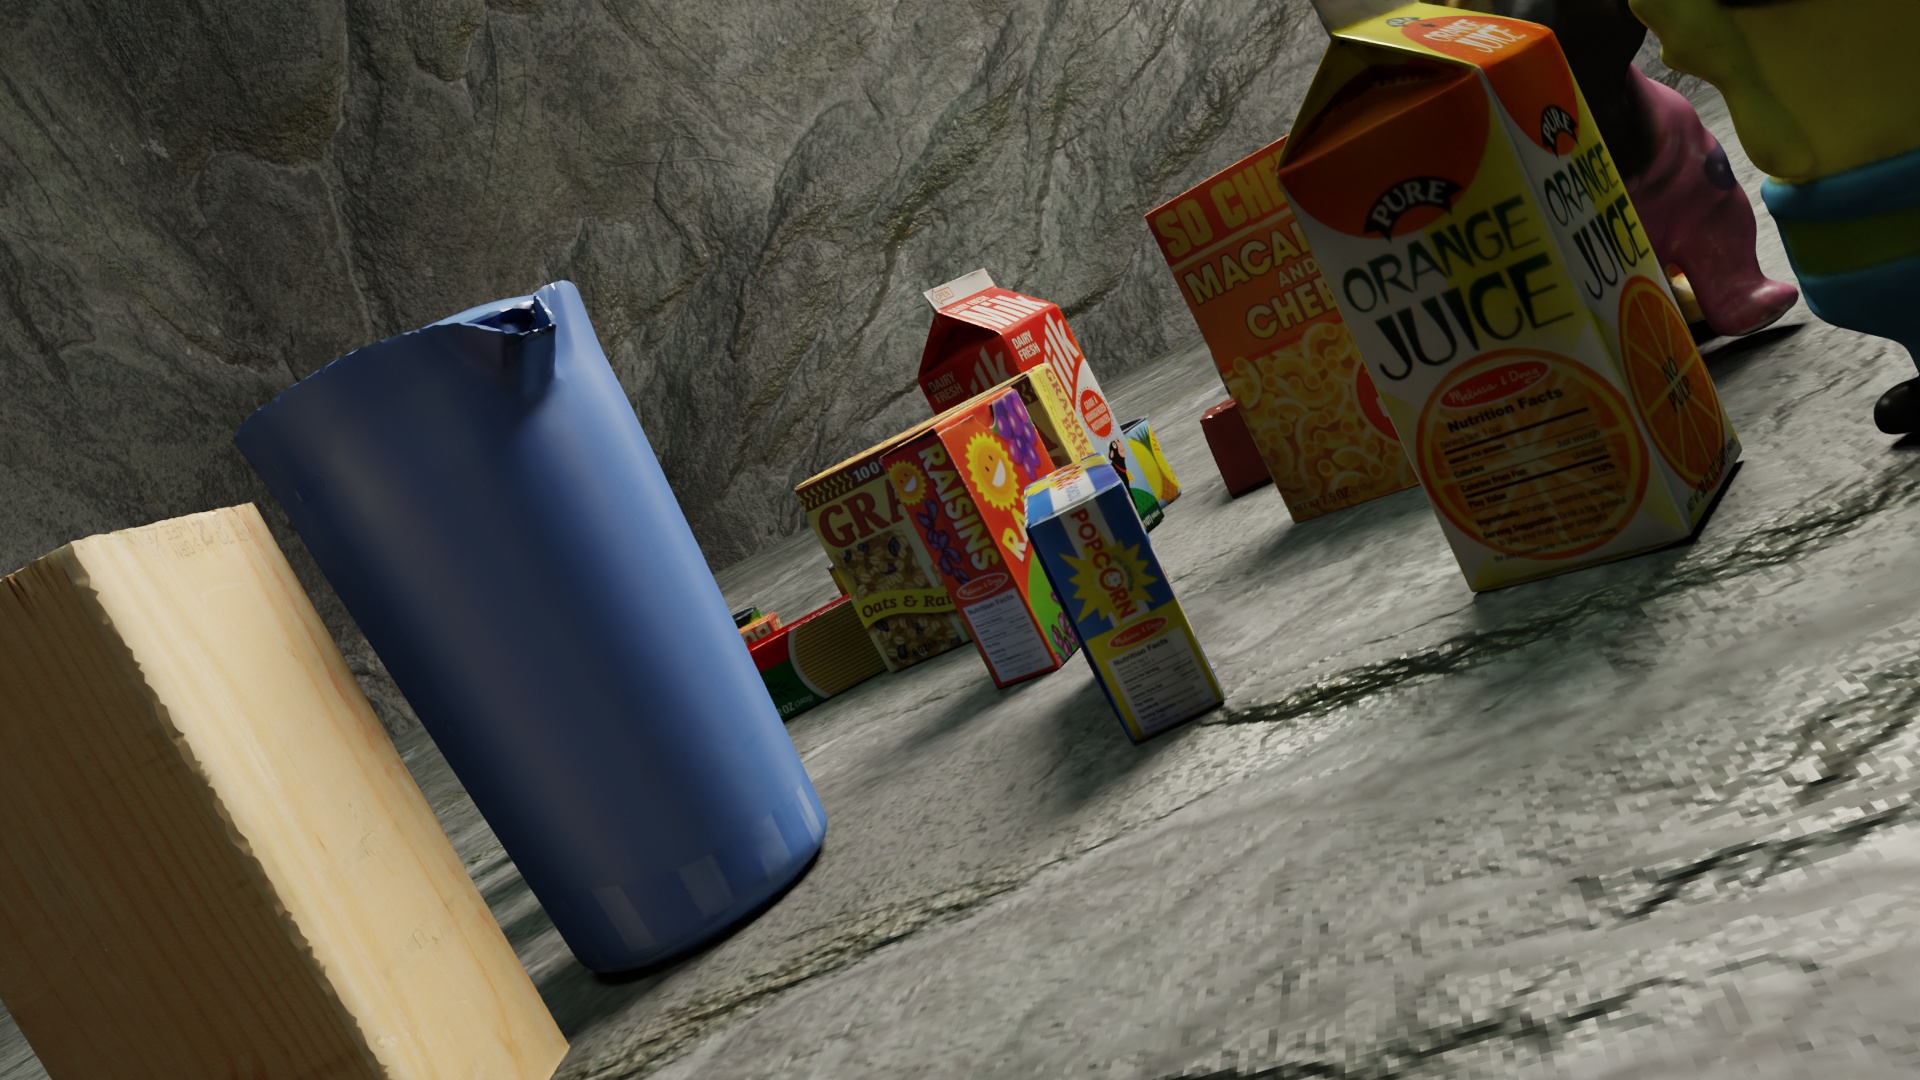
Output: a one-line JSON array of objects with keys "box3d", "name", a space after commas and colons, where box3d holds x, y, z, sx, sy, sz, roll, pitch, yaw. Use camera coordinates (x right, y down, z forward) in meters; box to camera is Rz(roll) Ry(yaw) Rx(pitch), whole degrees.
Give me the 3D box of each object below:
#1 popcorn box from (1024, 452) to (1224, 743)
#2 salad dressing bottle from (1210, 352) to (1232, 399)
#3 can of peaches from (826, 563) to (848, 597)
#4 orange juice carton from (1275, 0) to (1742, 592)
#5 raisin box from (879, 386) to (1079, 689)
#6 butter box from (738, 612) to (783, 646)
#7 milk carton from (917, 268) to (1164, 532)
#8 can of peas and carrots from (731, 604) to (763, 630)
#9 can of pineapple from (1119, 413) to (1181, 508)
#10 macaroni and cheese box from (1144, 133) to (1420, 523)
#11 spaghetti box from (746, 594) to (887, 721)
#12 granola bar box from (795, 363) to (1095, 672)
[{"box3d": [0.058, 0.016, 0.526, 0.038, 0.085, 0.127, -27, 6, 6], "name": "popcorn box"}, {"box3d": [0.180, -0.125, 0.881, 0.044, 0.147, 0.064, -28, 6, -4], "name": "salad dressing bottle"}, {"box3d": [-0.054, 0.030, 1.013, 0.071, 0.058, 0.071, -27, 6, 3], "name": "can of peaches"}, {"box3d": [0.165, -0.089, 0.438, 0.073, 0.192, 0.072, -21, 8, 45], "name": "orange juice carton"}, {"box3d": [0.022, -0.004, 0.665, 0.040, 0.123, 0.086, -24, 7, 33], "name": "raisin box"}, {"box3d": [-0.161, 0.095, 0.951, 0.103, 0.053, 0.024, -26, 6, 9], "name": "butter box"}, {"box3d": [0.041, -0.074, 0.849, 0.073, 0.190, 0.073, -23, 7, 38], "name": "milk carton"}, {"box3d": [-0.160, 0.086, 0.995, 0.071, 0.058, 0.071, -27, 6, 3], "name": "can of peas and carrots"}, {"box3d": [0.109, -0.045, 0.934, 0.071, 0.058, 0.071, -27, 6, 3], "name": "can of pineapple"}, {"box3d": [0.175, -0.103, 0.637, 0.123, 0.166, 0.040, -21, 8, 45], "name": "macaroni and cheese box"}, {"box3d": [-0.161, 0.109, 0.850, 0.250, 0.050, 0.029, -27, 6, 1], "name": "spaghetti box"}, {"box3d": [0.003, -0.010, 0.790, 0.165, 0.124, 0.039, -24, 7, 26], "name": "granola bar box"}]
